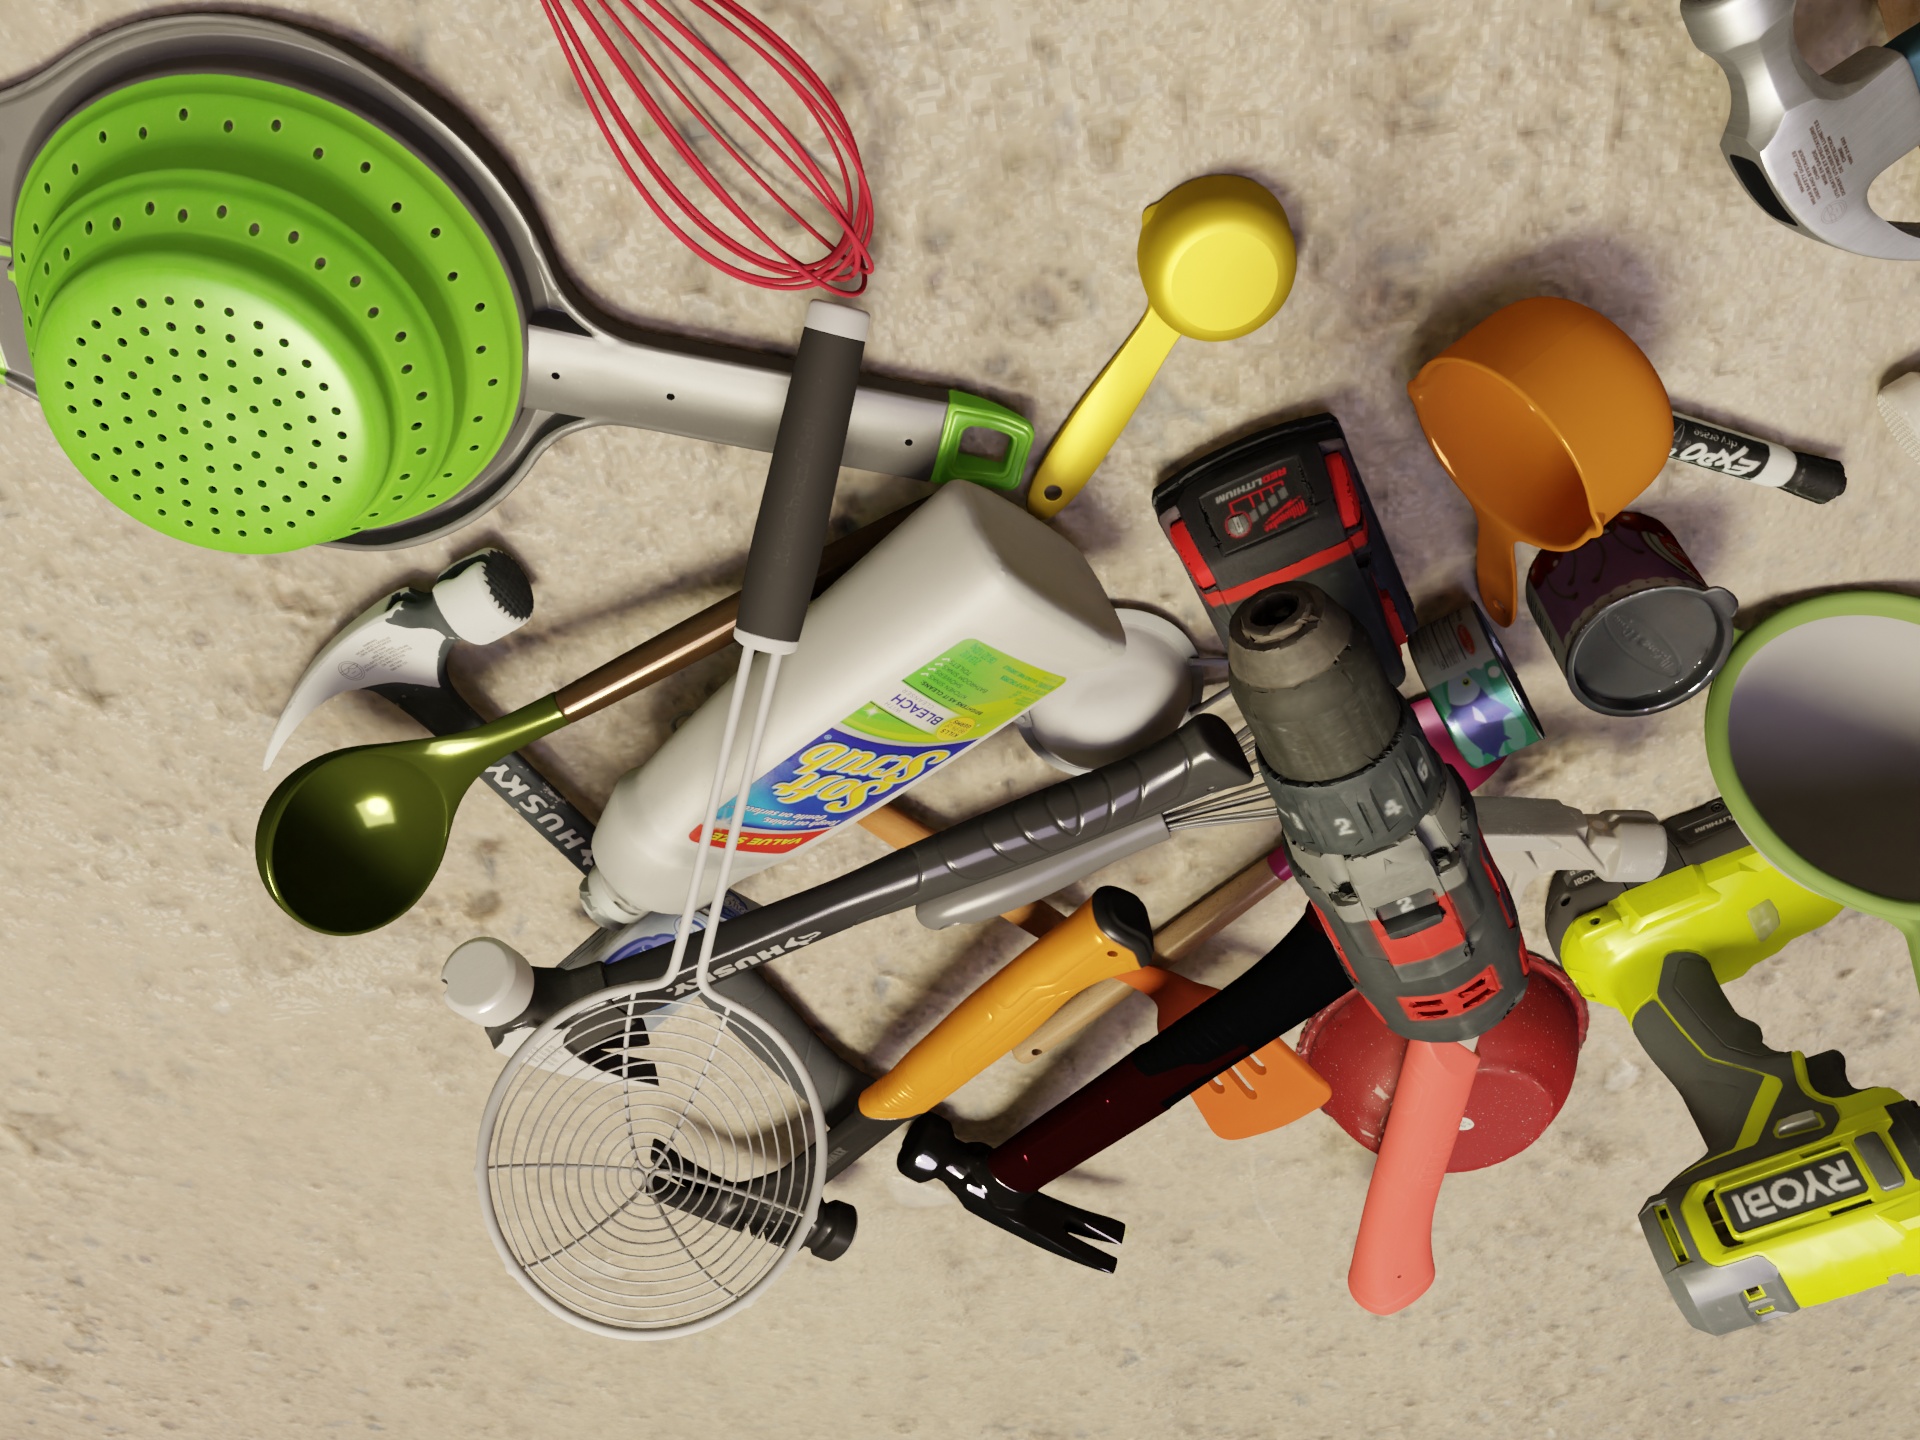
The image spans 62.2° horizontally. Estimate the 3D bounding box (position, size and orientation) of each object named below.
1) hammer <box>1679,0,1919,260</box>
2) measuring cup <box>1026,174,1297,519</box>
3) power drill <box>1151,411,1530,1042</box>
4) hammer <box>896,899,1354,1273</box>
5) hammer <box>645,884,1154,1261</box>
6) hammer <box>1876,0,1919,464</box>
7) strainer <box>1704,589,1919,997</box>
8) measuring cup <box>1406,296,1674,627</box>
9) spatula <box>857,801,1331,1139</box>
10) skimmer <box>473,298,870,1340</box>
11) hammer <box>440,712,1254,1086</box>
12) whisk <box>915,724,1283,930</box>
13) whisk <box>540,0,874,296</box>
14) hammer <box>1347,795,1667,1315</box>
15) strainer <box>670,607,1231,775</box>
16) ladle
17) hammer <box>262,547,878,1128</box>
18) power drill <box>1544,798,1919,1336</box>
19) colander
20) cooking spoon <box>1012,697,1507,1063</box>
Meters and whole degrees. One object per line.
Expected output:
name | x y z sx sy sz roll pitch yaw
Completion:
hammer | 0.384 -0.258 0.471 0.331 0.033 0.128 -34 120 10
measuring cup | 0.069 -0.130 0.601 0.062 0.029 0.156 23 123 -20
power drill | 0.128 -0.019 0.567 0.080 0.227 0.187 -23 127 15
hammer | 0.108 0.181 0.776 0.143 0.038 0.386 30 139 -9
hammer | -0.028 0.179 0.801 0.127 0.034 0.336 28 128 -23
hammer | 0.310 -0.260 0.502 0.146 0.038 0.410 -33 123 21
strainer | 0.391 0.072 0.667 0.151 0.257 0.069 -2 157 4
measuring cup | 0.228 -0.094 0.621 0.052 0.095 0.173 -39 150 -4
spatula | 0.042 0.107 0.772 0.322 0.041 0.081 34 135 -19
skimmer | -0.081 0.035 0.561 0.127 0.090 0.363 12 102 -10
hammer | -0.035 0.074 0.677 0.335 0.035 0.146 -22 152 1
whisk | 0.089 0.044 0.716 0.239 0.055 0.055 -23 127 6
whisk | -0.128 -0.243 0.485 0.073 0.073 0.295 -33 118 23
hammer | 0.226 0.181 0.789 0.149 0.037 0.358 0 128 -1
strainer | -0.001 -0.002 0.700 0.258 0.050 0.086 -3 121 5
ladle | -0.135 -0.010 0.638 0.320 0.062 0.078 -28 130 2
hammer | -0.155 0.095 0.776 0.149 0.036 0.408 -24 127 18
power drill | 0.370 0.144 0.714 0.171 0.223 0.080 -27 126 19
colander | -0.166 -0.113 0.564 0.397 0.095 0.204 9 128 -9
cooking spoon | 0.139 0.088 0.792 0.068 0.017 0.319 35 120 -26
